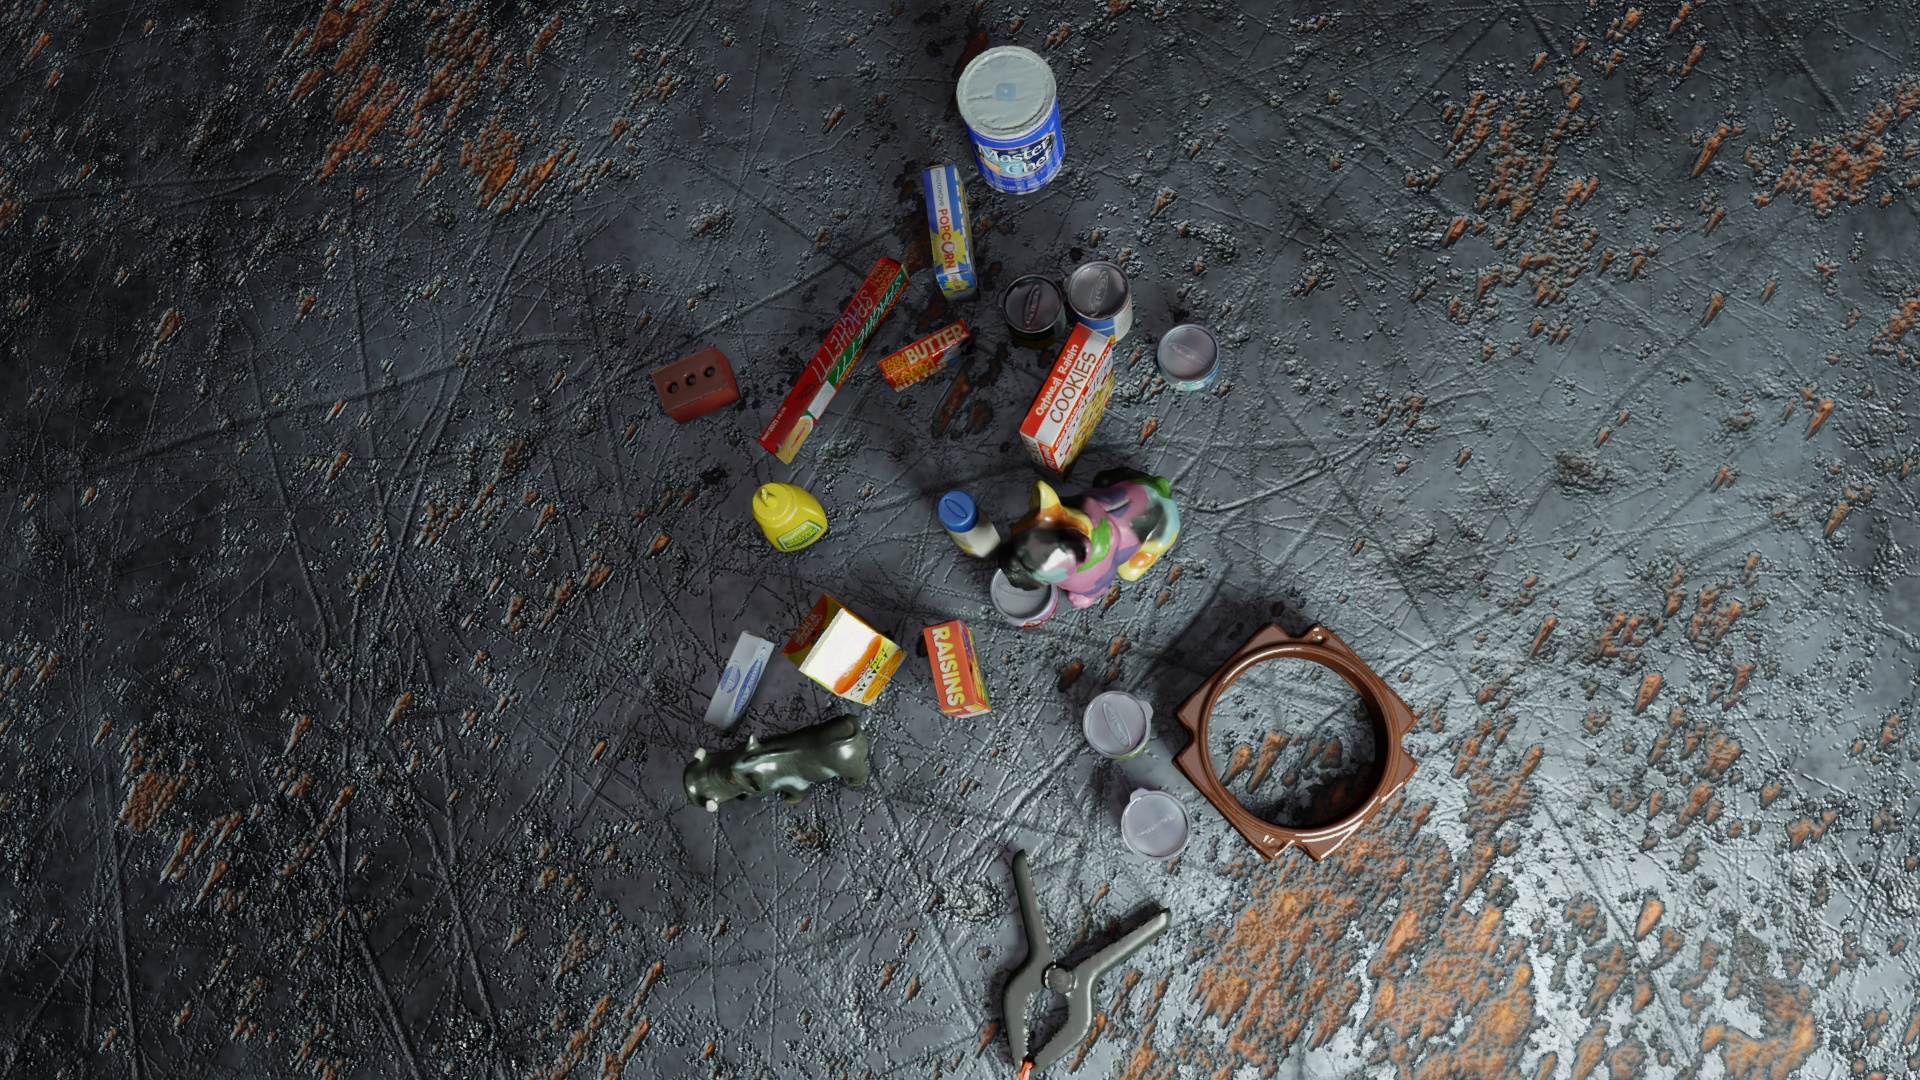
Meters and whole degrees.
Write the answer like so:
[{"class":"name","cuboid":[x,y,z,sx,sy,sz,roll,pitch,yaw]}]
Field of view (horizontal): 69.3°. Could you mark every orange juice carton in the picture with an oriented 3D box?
[{"class":"orange juice carton","cuboid":[-0.116,0.108,1.370,0.073,0.192,0.072,35,86,13]}]

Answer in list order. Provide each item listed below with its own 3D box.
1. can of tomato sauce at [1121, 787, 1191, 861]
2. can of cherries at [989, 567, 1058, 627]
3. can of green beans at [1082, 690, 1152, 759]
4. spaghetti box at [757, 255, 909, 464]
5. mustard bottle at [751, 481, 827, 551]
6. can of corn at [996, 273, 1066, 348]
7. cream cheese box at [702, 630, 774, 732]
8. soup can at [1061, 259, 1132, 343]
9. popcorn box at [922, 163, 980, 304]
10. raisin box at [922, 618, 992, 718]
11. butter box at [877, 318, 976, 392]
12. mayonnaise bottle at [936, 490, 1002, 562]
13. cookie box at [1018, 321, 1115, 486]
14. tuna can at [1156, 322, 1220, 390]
[{"class":"can of tomato sauce","cuboid":[0.189,0.275,1.349,0.071,0.083,0.071,-2,79,8]},{"class":"can of cherries","cuboid":[0.065,0.056,1.424,0.071,0.058,0.071,-2,79,8]},{"class":"can of green beans","cuboid":[0.156,0.185,1.385,0.071,0.057,0.071,-2,79,8]},{"class":"spaghetti box","cuboid":[-0.135,-0.197,1.509,0.029,0.050,0.250,32,84,13]},{"class":"mustard bottle","cuboid":[-0.183,-0.029,1.425,0.065,0.160,0.049,-31,76,1]},{"class":"can of corn","cuboid":[0.077,-0.245,1.484,0.071,0.058,0.071,-2,79,8]},{"class":"cream cheese box","cuboid":[-0.231,0.147,1.451,0.024,0.053,0.104,21,82,12]},{"class":"soup can","cuboid":[0.145,-0.250,1.462,0.071,0.083,0.071,-2,79,8]},{"class":"popcorn box","cuboid":[-0.009,-0.330,1.500,0.038,0.085,0.127,-9,78,7]},{"class":"raisin box","cuboid":[-0.002,0.130,1.385,0.040,0.123,0.086,-14,77,6]},{"class":"butter box","cuboid":[-0.035,-0.198,1.493,0.103,0.053,0.024,-27,77,2]},{"class":"mayonnaise bottle","cuboid":[0.005,-0.018,1.402,0.065,0.148,0.041,40,87,13]},{"class":"cookie box","cuboid":[0.109,-0.134,1.401,0.040,0.167,0.123,27,84,12]},{"class":"tuna can","cuboid":[0.239,-0.191,1.463,0.071,0.033,0.071,-2,78,8]}]
